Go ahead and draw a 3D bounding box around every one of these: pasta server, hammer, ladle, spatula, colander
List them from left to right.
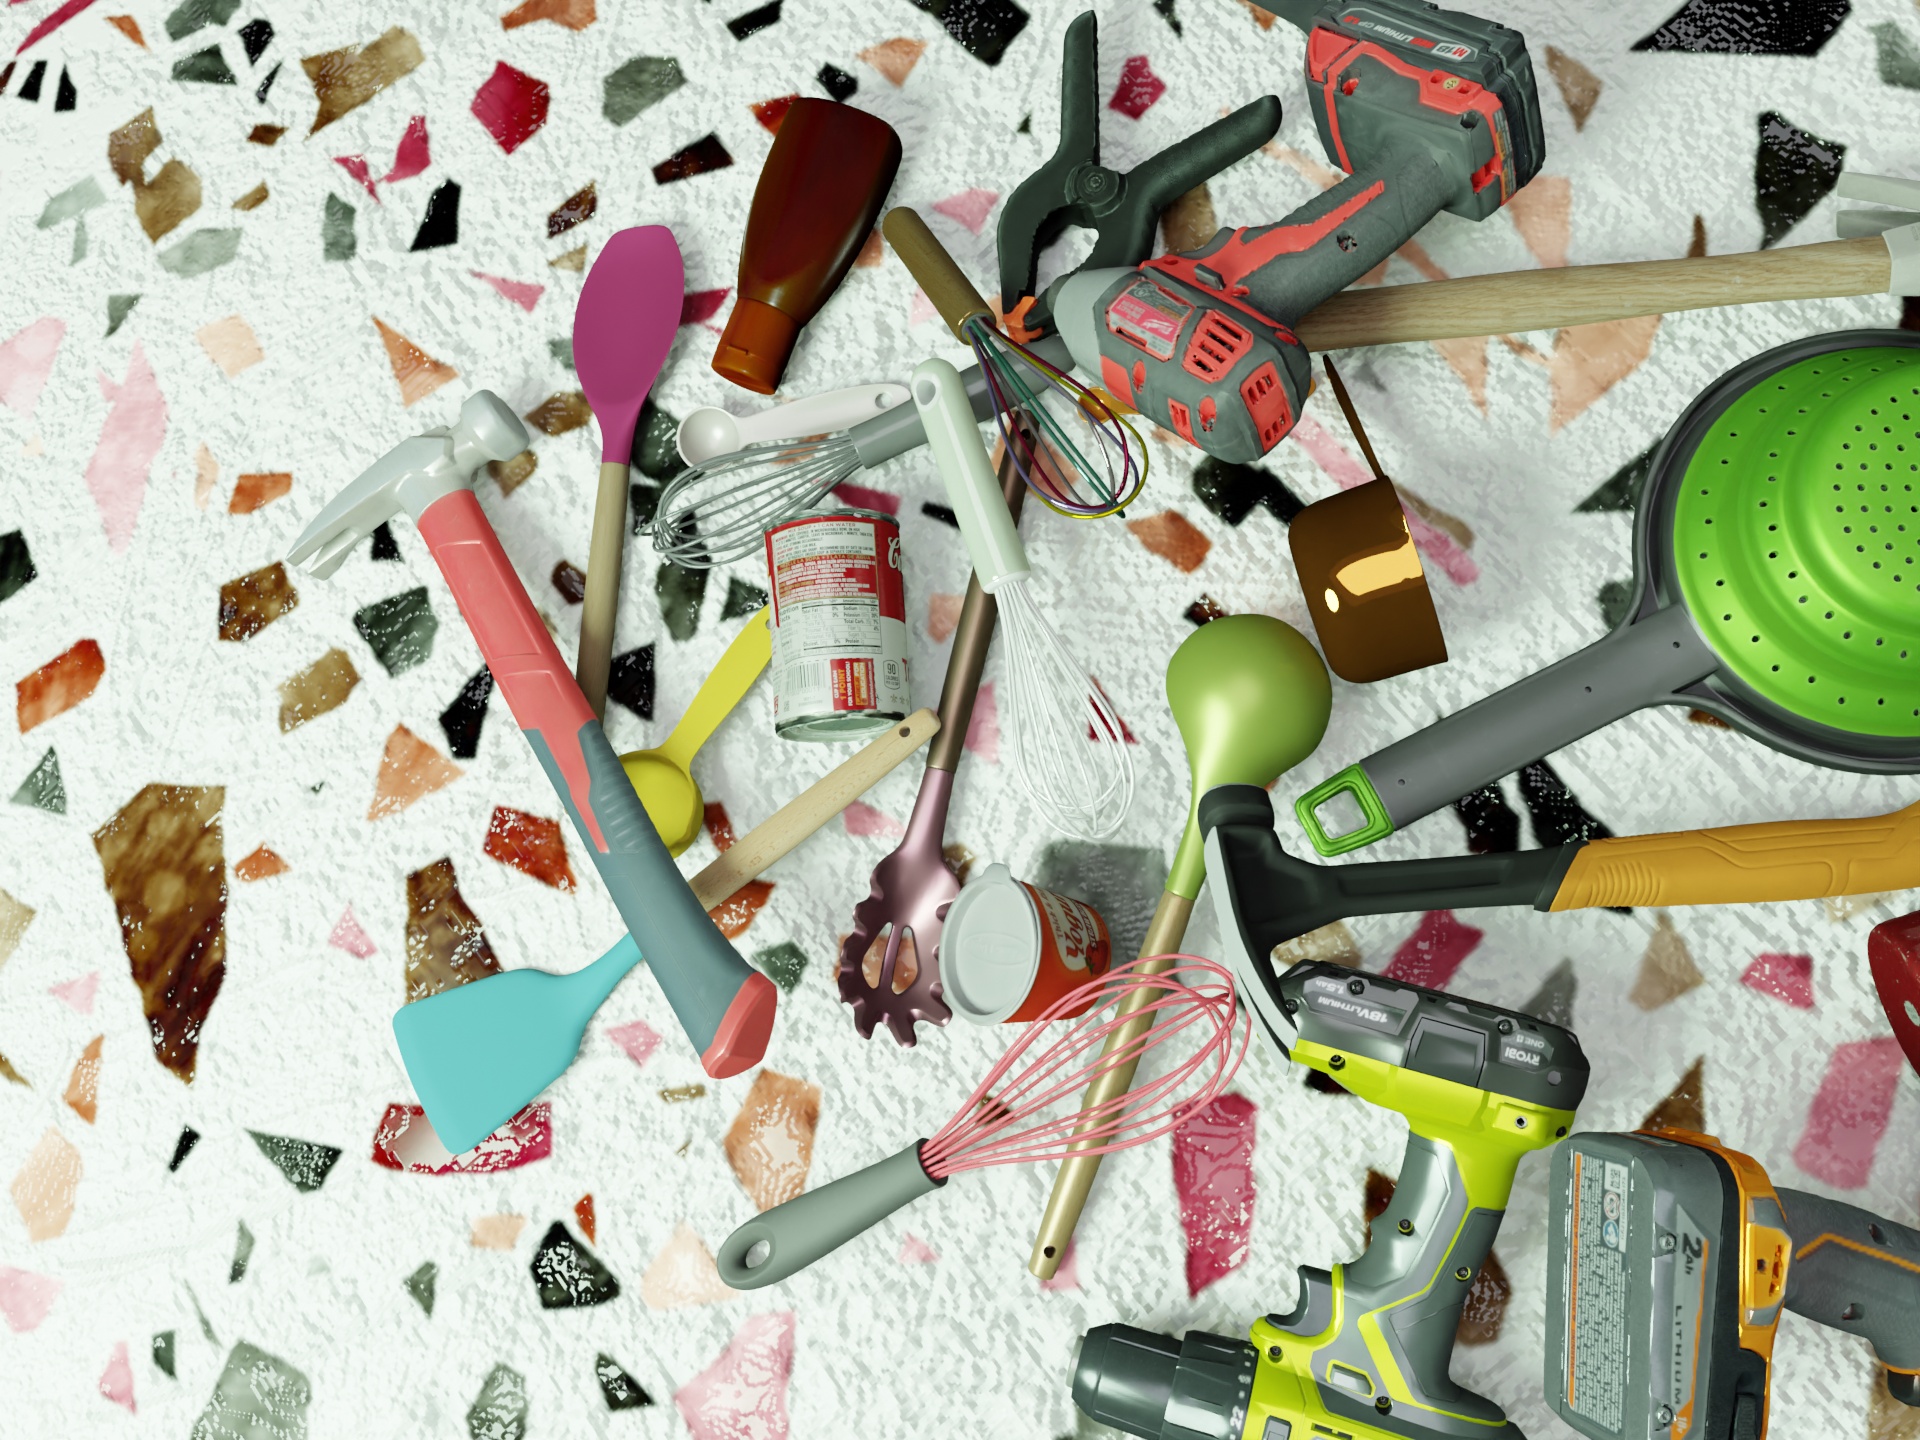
[{"bbox_3d":[-0.207,0.013,0.778,0.143,0.038,0.387,-36,66,6],"label":"hammer"},{"bbox_3d":[-0.138,0.091,0.764,0.317,0.044,0.082,-38,68,13],"label":"spatula"},{"bbox_3d":[-0.001,-0.002,0.767,0.060,0.040,0.316,16,82,-13],"label":"pasta server"},{"bbox_3d":[0.091,0.103,0.734,0.078,0.062,0.320,20,92,1],"label":"ladle"},{"bbox_3d":[0.287,-0.194,0.717,0.331,0.031,0.130,-1,39,21],"label":"hammer"},{"bbox_3d":[0.274,0.068,0.655,0.337,0.034,0.127,-5,48,-2],"label":"hammer"},{"bbox_3d":[0.326,-0.046,0.675,0.397,0.094,0.205,-28,76,6],"label":"colander"}]

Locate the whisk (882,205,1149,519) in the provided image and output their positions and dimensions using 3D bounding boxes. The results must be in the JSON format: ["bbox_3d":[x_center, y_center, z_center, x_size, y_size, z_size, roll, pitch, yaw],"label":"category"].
[{"bbox_3d":[0.021,-0.176,0.757,0.047,0.051,0.245,-48,51,23],"label":"whisk"}]

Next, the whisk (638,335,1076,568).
[{"bbox_3d":[-0.051,-0.138,0.796,0.239,0.055,0.055,-24,77,3],"label":"whisk"}]

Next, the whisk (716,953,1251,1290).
[{"bbox_3d":[0.002,0.187,0.705,0.296,0.073,0.073,-33,75,21],"label":"whisk"}]

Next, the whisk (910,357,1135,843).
[{"bbox_3d":[0.026,-0.058,0.751,0.058,0.059,0.246,-26,81,40],"label":"whisk"}]

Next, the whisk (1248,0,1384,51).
[{"bbox_3d":[0.110,-0.396,0.800,0.285,0.070,0.070,34,89,10],"label":"whisk"}]

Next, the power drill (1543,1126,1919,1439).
[{"bbox_3d":[0.344,0.239,0.606,0.226,0.084,0.164,6,83,-10],"label":"power drill"}]

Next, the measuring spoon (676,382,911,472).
[{"bbox_3d":[-0.085,-0.154,0.825,0.124,0.018,0.034,-12,91,3],"label":"measuring spoon"}]

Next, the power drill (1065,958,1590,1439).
[{"bbox_3d":[0.159,0.223,0.677,0.190,0.080,0.228,14,87,13],"label":"power drill"}]

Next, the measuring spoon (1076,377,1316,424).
[{"bbox_3d":[0.116,-0.159,0.784,0.117,0.011,0.021,-4,81,8],"label":"measuring spoon"}]

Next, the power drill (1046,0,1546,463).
[{"bbox_3d":[0.146,-0.225,0.725,0.219,0.078,0.143,-45,51,-5],"label":"power drill"}]

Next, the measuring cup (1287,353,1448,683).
[{"bbox_3d":[0.173,-0.096,0.733,0.052,0.095,0.174,-20,59,13],"label":"measuring cup"}]

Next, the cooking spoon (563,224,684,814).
[{"bbox_3d":[-0.184,-0.108,0.833,0.069,0.017,0.319,1,81,23],"label":"cooking spoon"}]

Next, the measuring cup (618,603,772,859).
[{"bbox_3d":[-0.129,0.005,0.805,0.062,0.029,0.156,31,76,15],"label":"measuring cup"}]
